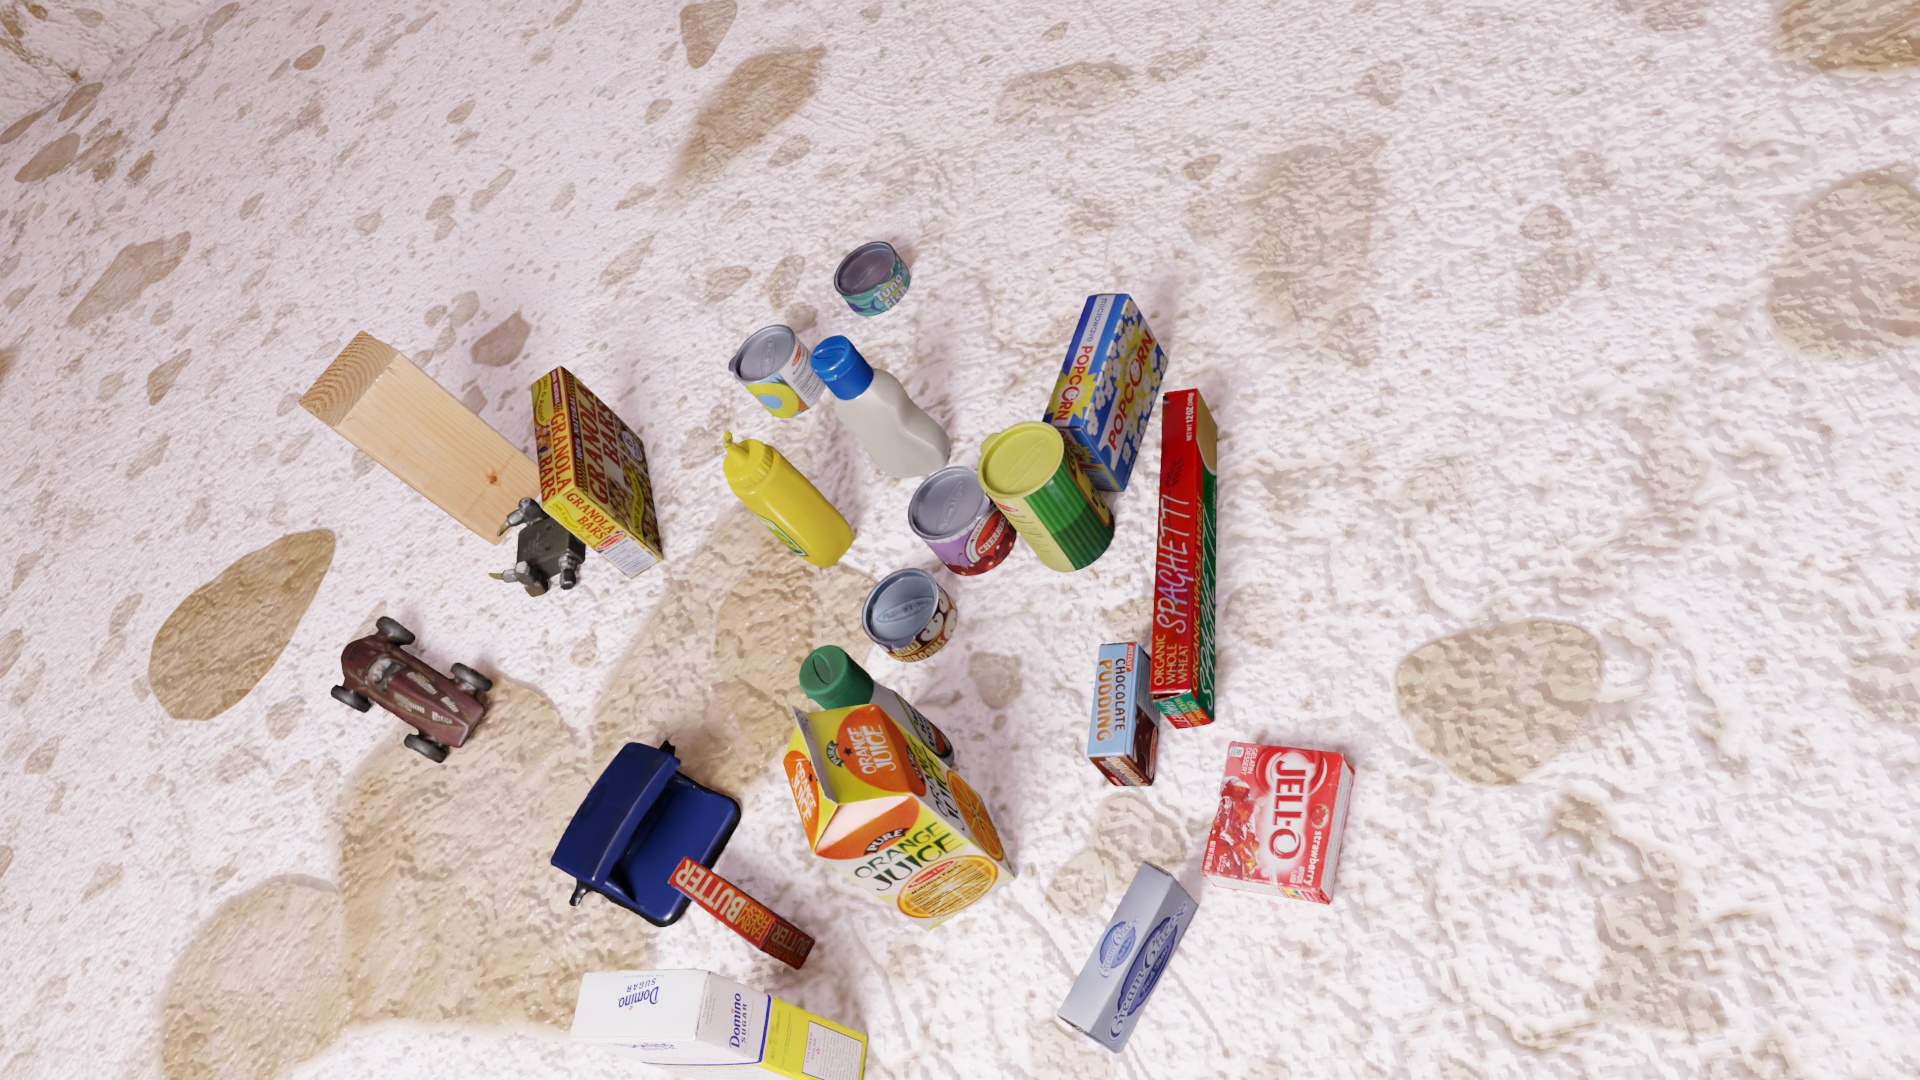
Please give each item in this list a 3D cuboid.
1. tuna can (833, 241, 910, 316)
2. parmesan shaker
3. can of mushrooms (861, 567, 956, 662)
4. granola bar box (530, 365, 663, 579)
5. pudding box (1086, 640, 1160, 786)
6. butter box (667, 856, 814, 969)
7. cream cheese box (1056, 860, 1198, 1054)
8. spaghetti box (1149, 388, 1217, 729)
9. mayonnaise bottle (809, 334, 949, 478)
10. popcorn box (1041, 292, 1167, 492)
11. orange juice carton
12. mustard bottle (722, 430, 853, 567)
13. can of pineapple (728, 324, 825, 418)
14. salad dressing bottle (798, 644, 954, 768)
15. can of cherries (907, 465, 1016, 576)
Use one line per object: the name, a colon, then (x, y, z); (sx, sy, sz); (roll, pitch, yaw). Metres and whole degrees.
tuna can: (-0.080, -0.242, 1.291); (0.071, 0.032, 0.071); (-16, 52, 21)
parmesan shaker: (0.062, -0.032, 1.007); (0.071, 0.102, 0.071); (-16, 52, 21)
can of mushrooms: (-0.039, 0.059, 1.050); (0.071, 0.033, 0.071); (-16, 52, 21)
granola bar box: (-0.327, -0.062, 1.248); (0.039, 0.124, 0.166); (-30, 48, 10)
pudding box: (0.109, 0.114, 0.912); (0.030, 0.049, 0.084); (-8, 55, 27)
butter box: (-0.152, 0.258, 0.963); (0.103, 0.053, 0.024); (21, 71, 39)
cream cheese box: (0.101, 0.246, 0.819); (0.024, 0.053, 0.104); (20, 70, 39)
spaghetti box: (0.156, 0.007, 0.959); (0.028, 0.050, 0.251); (-10, 54, 25)
mayonnaise bottle: (-0.066, -0.105, 1.106); (0.064, 0.147, 0.041); (-8, 55, 27)
popcorn box: (0.110, -0.112, 1.048); (0.038, 0.085, 0.127); (4, 61, 33)
orange juice carton: (-0.046, 0.169, 0.867); (0.073, 0.192, 0.072); (-33, 48, 7)
mustard bottle: (-0.146, -0.038, 1.097); (0.065, 0.159, 0.049); (28, 76, 41)
can of pineapple: (-0.165, -0.153, 1.261); (0.071, 0.057, 0.071); (-16, 52, 21)
salad dressing bottle: (-0.056, 0.120, 0.939); (0.044, 0.147, 0.064); (-37, 47, 4)
can of cherries: (0.004, -0.013, 1.060); (0.071, 0.058, 0.072); (-16, 52, 21)
